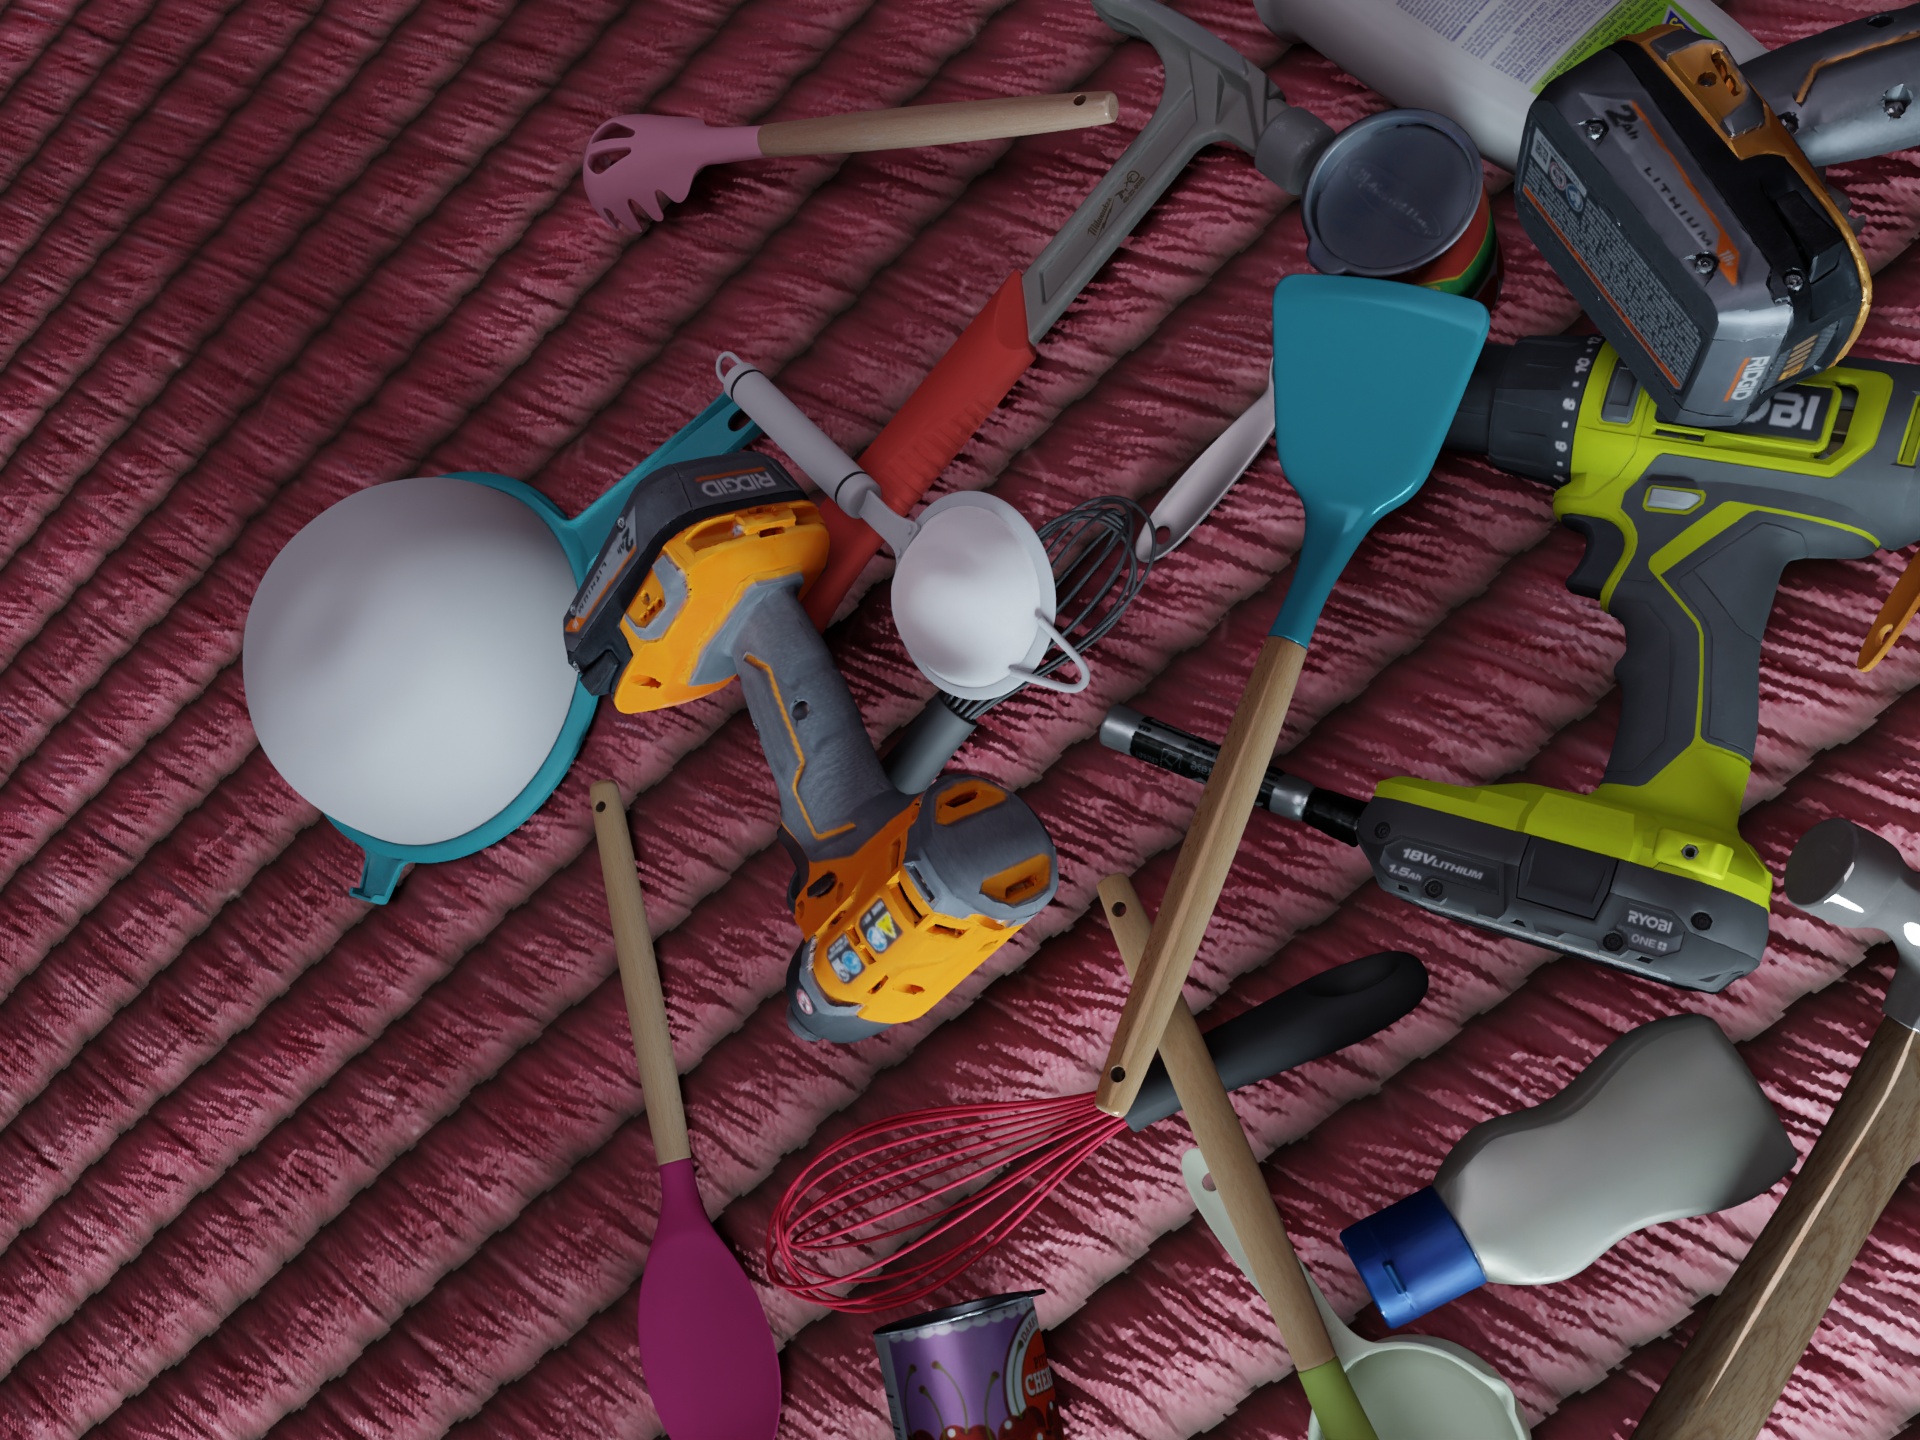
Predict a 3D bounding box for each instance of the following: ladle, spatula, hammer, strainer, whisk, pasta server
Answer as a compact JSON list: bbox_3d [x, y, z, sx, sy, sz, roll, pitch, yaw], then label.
[{"bbox_3d":[0.110,0.198,0.552,0.078,0.062,0.320,-27,70,15],"label":"ladle"},{"bbox_3d":[0.106,-0.008,0.582,0.082,0.044,0.317,18,83,28],"label":"spatula"},{"bbox_3d":[0.261,0.203,0.520,0.130,0.031,0.331,24,99,-6],"label":"hammer"},{"bbox_3d":[-0.242,-0.072,0.788,0.340,0.095,0.211,-35,68,16],"label":"strainer"},{"bbox_3d":[-0.001,-0.162,0.728,0.149,0.036,0.359,45,99,25],"label":"hammer"},{"bbox_3d":[0.000,-0.001,0.695,0.055,0.055,0.239,45,104,25],"label":"whisk"},{"bbox_3d":[-0.041,-0.091,0.686,0.259,0.050,0.086,46,124,33],"label":"strainer"},{"bbox_3d":[-0.067,-0.277,0.765,0.316,0.040,0.060,7,83,30],"label":"pasta server"},{"bbox_3d":[0.048,0.161,0.633,0.296,0.073,0.073,-28,70,12],"label":"whisk"}]

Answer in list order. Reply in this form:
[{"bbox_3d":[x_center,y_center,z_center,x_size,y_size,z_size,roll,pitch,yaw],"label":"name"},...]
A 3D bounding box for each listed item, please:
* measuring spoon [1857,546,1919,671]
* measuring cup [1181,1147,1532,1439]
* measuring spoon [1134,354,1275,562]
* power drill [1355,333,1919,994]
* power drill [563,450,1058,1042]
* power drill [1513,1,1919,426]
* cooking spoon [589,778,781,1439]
[{"bbox_3d":[0.344,-0.066,0.545,0.011,0.021,0.117,24,113,4],"label":"measuring spoon"},{"bbox_3d":[0.141,0.228,0.589,0.083,0.038,0.168,-44,64,11],"label":"measuring cup"},{"bbox_3d":[0.119,-0.114,0.679,0.124,0.018,0.034,-48,65,17],"label":"measuring spoon"},{"bbox_3d":[0.228,-0.033,0.578,0.191,0.080,0.228,16,85,30],"label":"power drill"},{"bbox_3d":[-0.072,0.022,0.656,0.227,0.084,0.164,56,134,15],"label":"power drill"},{"bbox_3d":[0.322,-0.180,0.505,0.226,0.084,0.185,-27,68,2],"label":"power drill"},{"bbox_3d":[-0.136,0.178,0.735,0.069,0.017,0.319,-20,73,19],"label":"cooking spoon"}]
